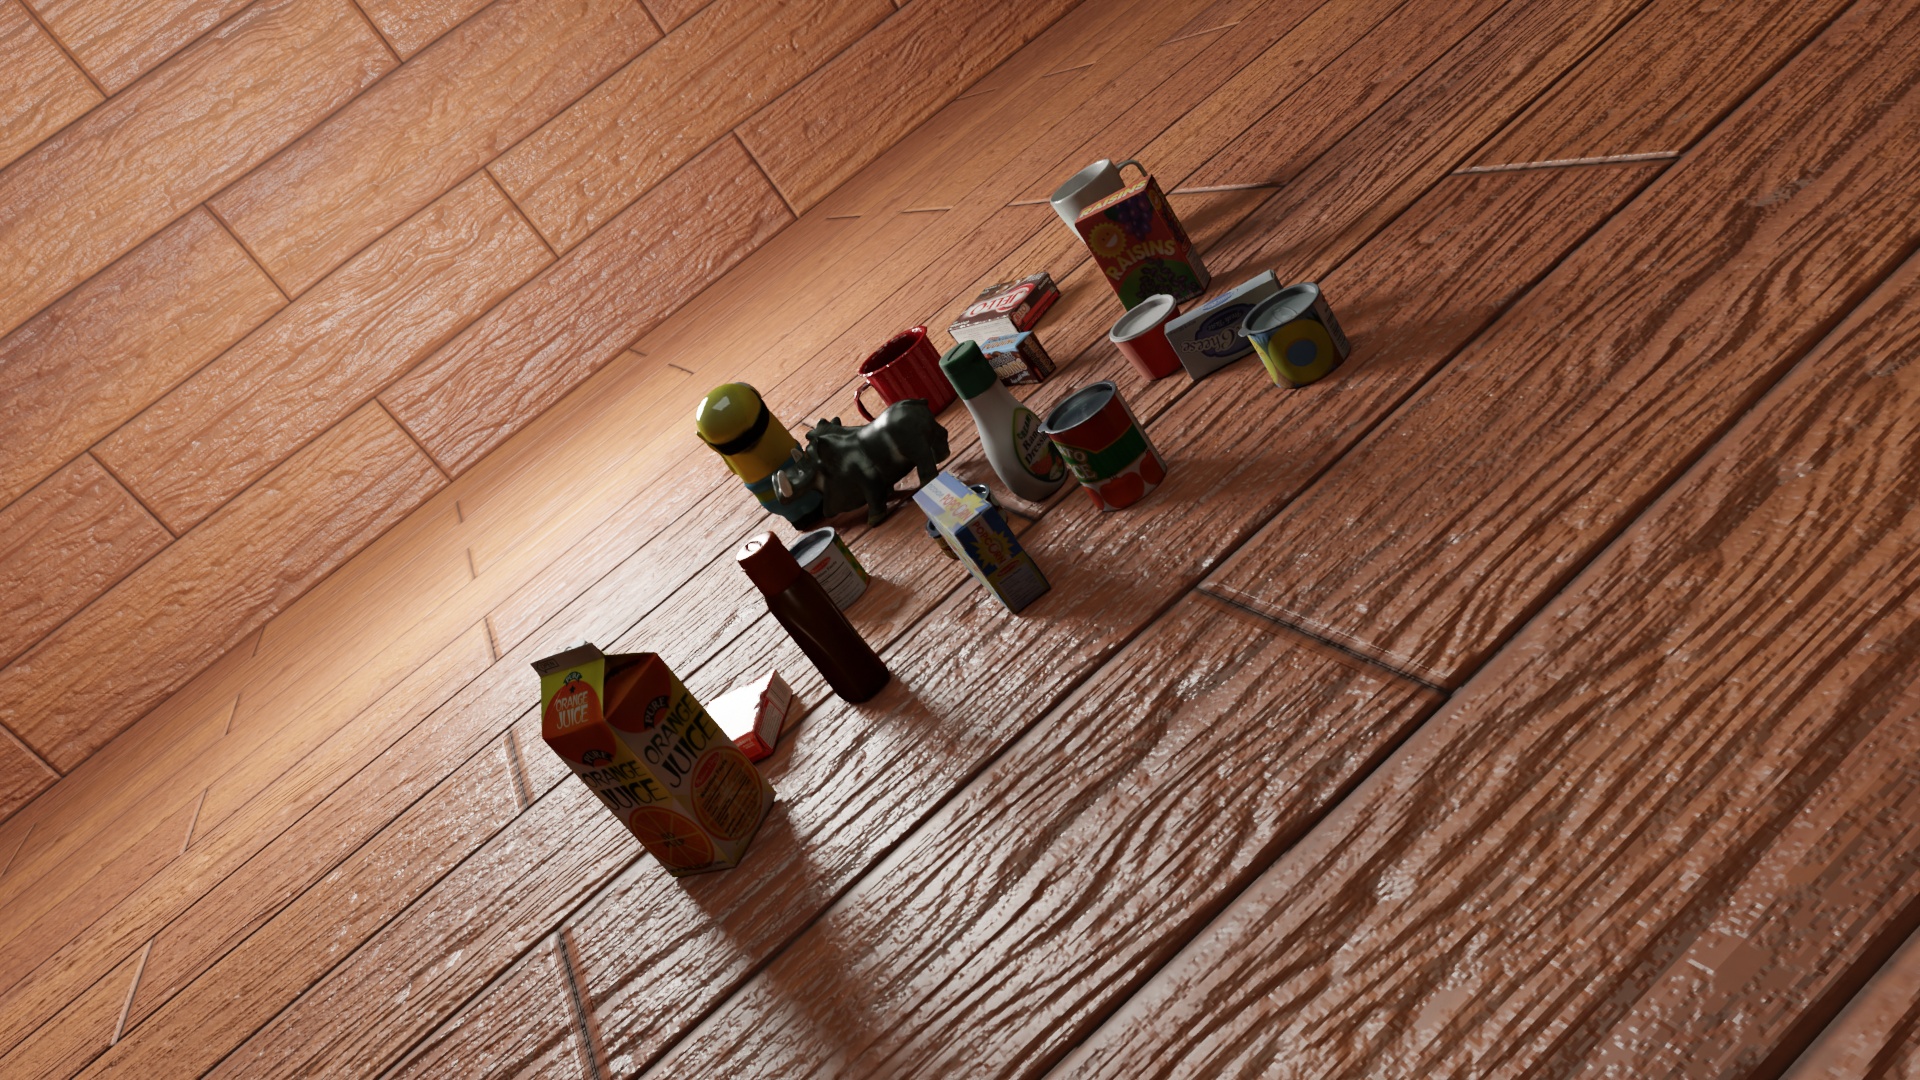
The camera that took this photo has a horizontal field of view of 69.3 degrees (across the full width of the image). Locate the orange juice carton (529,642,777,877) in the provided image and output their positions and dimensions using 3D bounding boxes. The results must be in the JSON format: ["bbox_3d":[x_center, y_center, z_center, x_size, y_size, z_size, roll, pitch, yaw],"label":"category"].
[{"bbox_3d":[-0.226,0.149,1.001,0.071,0.192,0.073,-19,27,36],"label":"orange juice carton"}]

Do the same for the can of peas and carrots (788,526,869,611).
[{"bbox_3d":[-0.126,0.030,1.273,0.071,0.058,0.071,-30,23,14],"label":"can of peas and carrots"}]

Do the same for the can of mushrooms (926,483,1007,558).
[{"bbox_3d":[0.004,-0.015,1.209,0.071,0.033,0.071,-30,23,14],"label":"can of mushrooms"}]

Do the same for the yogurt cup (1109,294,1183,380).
[{"bbox_3d":[0.178,-0.183,1.269,0.072,0.054,0.073,-30,23,14],"label":"yogurt cup"}]

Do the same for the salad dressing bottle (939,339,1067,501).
[{"bbox_3d":[0.036,-0.102,1.187,0.044,0.147,0.064,-14,31,44],"label":"salad dressing bottle"}]

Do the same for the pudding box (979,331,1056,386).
[{"bbox_3d":[0.057,-0.191,1.464,0.030,0.049,0.083,-45,24,-22],"label":"pudding box"}]

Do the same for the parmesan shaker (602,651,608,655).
[{"bbox_3d":[-0.304,0.158,1.212,0.071,0.103,0.071,-30,23,14],"label":"parmesan shaker"}]

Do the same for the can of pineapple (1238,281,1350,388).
[{"bbox_3d":[0.264,-0.161,1.096,0.071,0.057,0.071,-30,23,14],"label":"can of pineapple"}]

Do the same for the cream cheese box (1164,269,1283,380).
[{"bbox_3d":[0.233,-0.184,1.192,0.103,0.053,0.024,-26,24,22],"label":"cream cheese box"}]

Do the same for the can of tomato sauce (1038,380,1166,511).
[{"bbox_3d":[0.114,-0.073,1.104,0.071,0.083,0.071,-30,23,14],"label":"can of tomato sauce"}]

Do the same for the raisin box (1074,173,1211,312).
[{"bbox_3d":[0.182,-0.289,1.383,0.086,0.123,0.040,-20,27,34],"label":"raisin box"}]

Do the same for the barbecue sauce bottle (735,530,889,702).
[{"bbox_3d":[-0.117,0.059,1.082,0.044,0.148,0.065,-43,23,-17],"label":"barbecue sauce bottle"}]

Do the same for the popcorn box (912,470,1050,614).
[{"bbox_3d":[0.015,-0.001,1.098,0.038,0.085,0.127,-38,22,-4],"label":"popcorn box"}]

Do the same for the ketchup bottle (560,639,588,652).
[{"bbox_3d":[-0.272,0.145,1.134,0.043,0.148,0.065,-36,22,-1],"label":"ketchup bottle"}]
